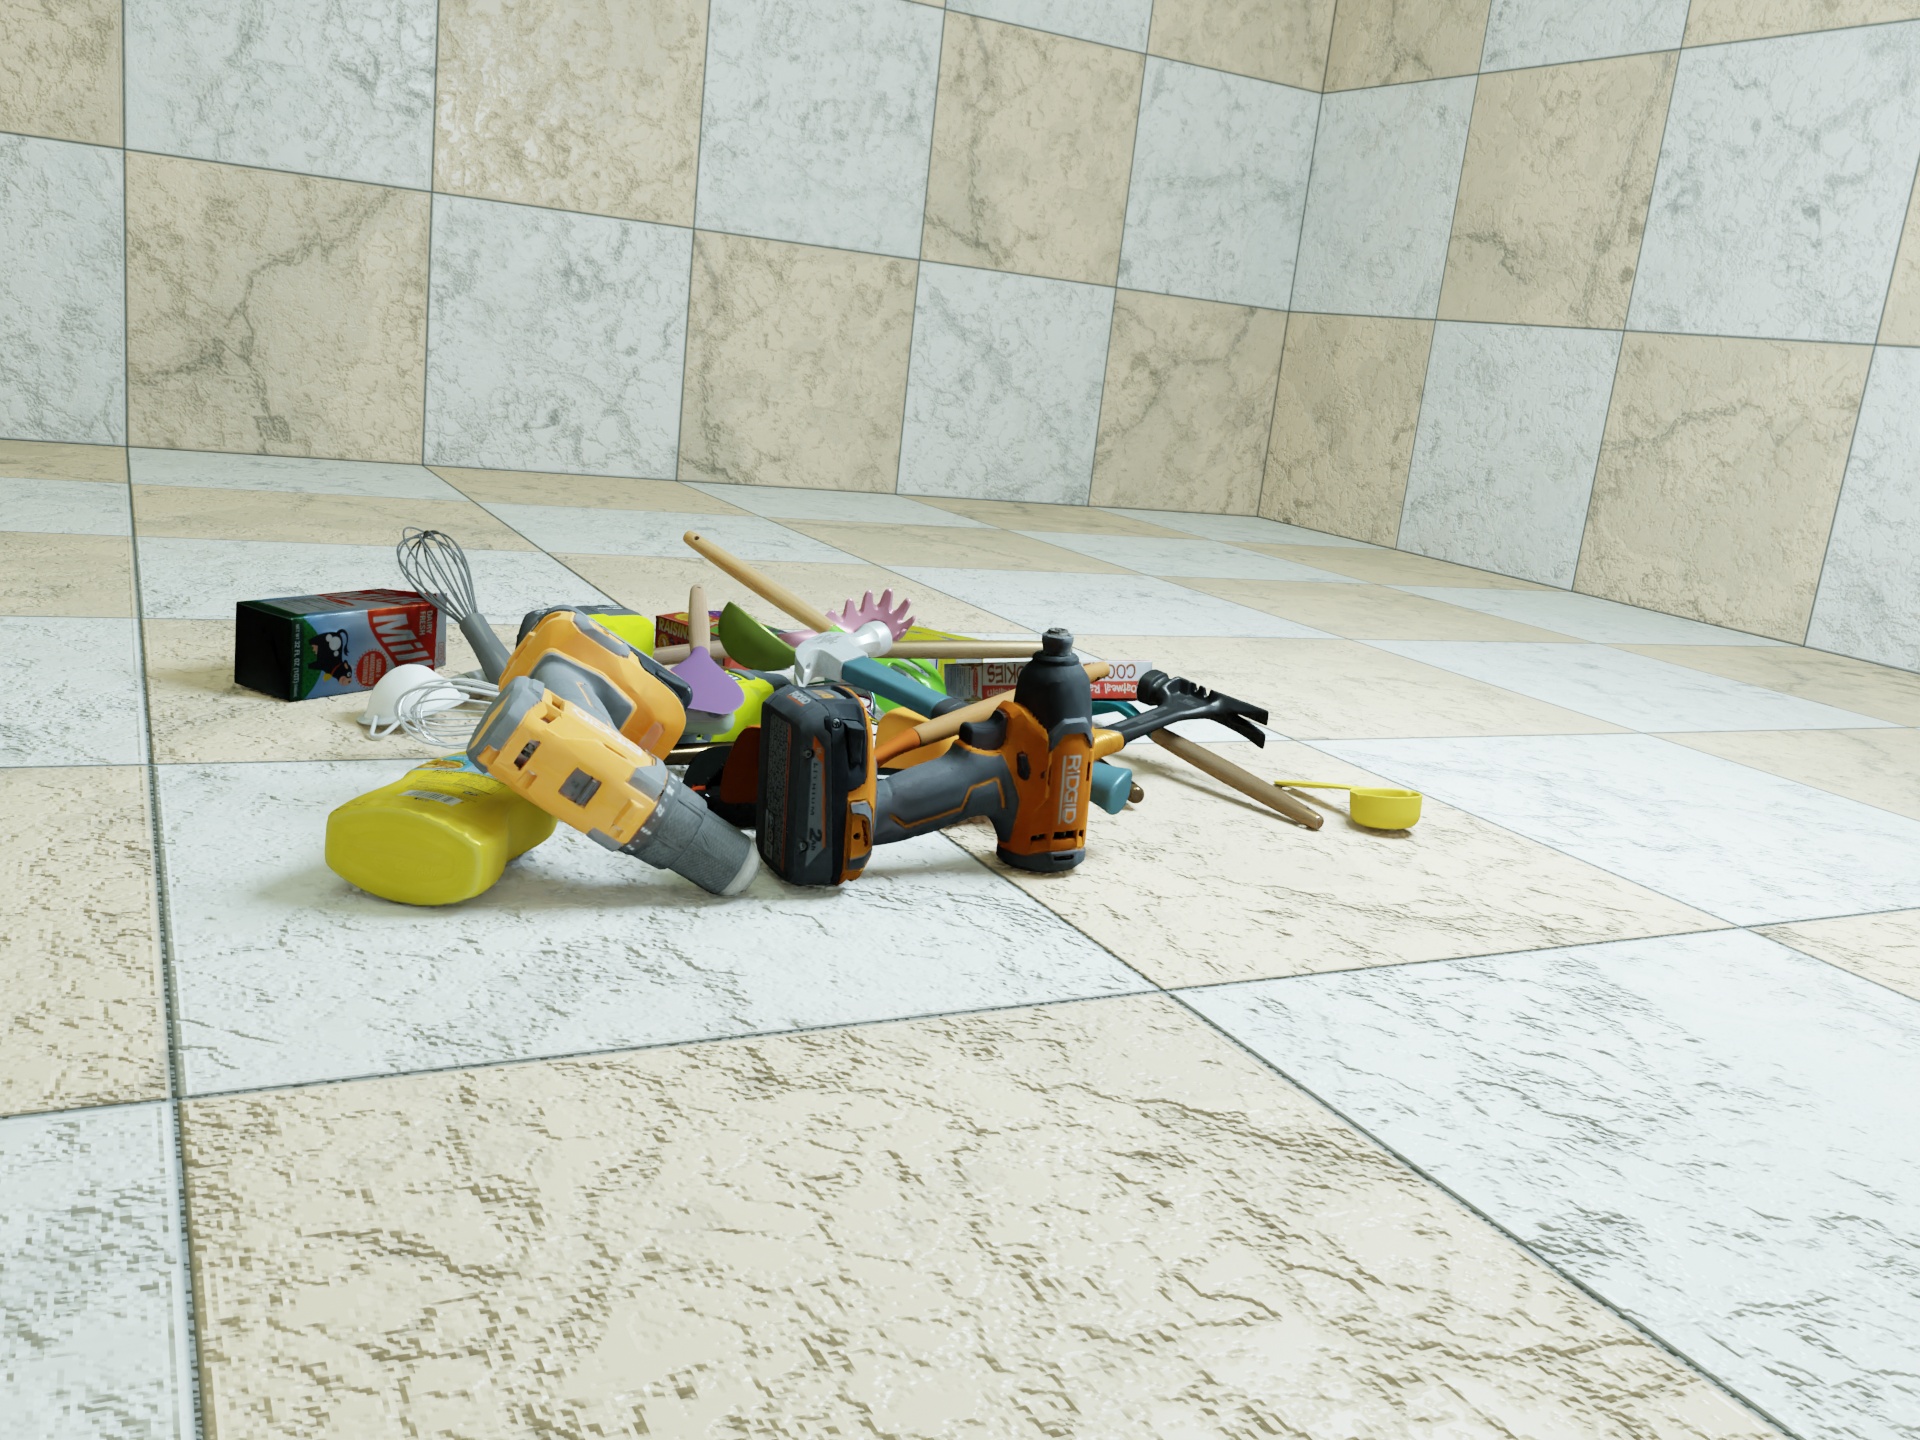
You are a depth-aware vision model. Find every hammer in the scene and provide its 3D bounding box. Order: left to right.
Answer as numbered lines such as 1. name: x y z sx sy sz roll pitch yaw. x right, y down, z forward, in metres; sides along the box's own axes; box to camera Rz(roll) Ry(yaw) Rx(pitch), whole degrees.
1. hammer: -0.002 -0.004 1.216 0.331 0.033 0.128 25 31 37
2. hammer: 0.105 0.025 1.261 0.127 0.034 0.337 24 29 38

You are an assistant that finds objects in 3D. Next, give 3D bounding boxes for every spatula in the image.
1. spatula: -0.213 -0.062 1.313 0.059 0.018 0.316 11 19 -15
2. spatula: -0.019 -0.001 1.127 0.322 0.081 0.041 -20 59 -35
3. spatula: 0.184 0.032 1.364 0.082 0.044 0.318 6 18 -42

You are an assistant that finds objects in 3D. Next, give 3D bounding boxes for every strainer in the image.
1. strainer: -0.424 -0.030 1.326 0.087 0.050 0.258 -6 8 11

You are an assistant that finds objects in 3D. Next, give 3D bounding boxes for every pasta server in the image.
1. pasta server: -0.197 -0.075 1.497 0.316 0.040 0.060 -8 56 -18

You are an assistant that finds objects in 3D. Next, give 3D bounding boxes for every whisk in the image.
1. whisk: -0.414 -0.083 1.345 0.055 0.055 0.239 -7 49 -46
2. whisk: -0.290 -0.004 1.180 0.246 0.059 0.058 1 51 -17
3. whisk: -0.158 -0.025 1.425 0.245 0.051 0.047 15 21 42

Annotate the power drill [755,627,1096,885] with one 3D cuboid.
1. power drill: -0.013 0.022 1.035 0.226 0.164 0.084 -3 16 -27

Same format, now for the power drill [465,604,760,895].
1. power drill: -0.214 0.020 1.011 0.185 0.084 0.226 35 8 -20

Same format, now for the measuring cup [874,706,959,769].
1. measuring cup: 0.014 0.020 1.287 0.173 0.052 0.095 0 15 -18

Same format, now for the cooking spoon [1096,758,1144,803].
1. cooking spoon: 0.093 0.022 1.394 0.068 0.017 0.319 2 13 -18

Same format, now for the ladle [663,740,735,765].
1. ladle: -0.208 0.027 1.192 0.315 0.031 0.069 -2 23 -47

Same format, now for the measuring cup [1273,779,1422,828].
1. measuring cup: 0.315 0.068 1.316 0.062 0.029 0.156 -2 4 -31

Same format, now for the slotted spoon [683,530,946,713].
1. slotted spoon: -0.142 -0.095 1.489 0.314 0.031 0.070 34 59 18

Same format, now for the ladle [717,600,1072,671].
1. ladle: -0.057 -0.076 1.431 0.320 0.062 0.078 -1 1 -8

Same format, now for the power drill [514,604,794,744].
1. power drill: -0.254 -0.033 1.347 0.223 0.080 0.171 20 18 33
